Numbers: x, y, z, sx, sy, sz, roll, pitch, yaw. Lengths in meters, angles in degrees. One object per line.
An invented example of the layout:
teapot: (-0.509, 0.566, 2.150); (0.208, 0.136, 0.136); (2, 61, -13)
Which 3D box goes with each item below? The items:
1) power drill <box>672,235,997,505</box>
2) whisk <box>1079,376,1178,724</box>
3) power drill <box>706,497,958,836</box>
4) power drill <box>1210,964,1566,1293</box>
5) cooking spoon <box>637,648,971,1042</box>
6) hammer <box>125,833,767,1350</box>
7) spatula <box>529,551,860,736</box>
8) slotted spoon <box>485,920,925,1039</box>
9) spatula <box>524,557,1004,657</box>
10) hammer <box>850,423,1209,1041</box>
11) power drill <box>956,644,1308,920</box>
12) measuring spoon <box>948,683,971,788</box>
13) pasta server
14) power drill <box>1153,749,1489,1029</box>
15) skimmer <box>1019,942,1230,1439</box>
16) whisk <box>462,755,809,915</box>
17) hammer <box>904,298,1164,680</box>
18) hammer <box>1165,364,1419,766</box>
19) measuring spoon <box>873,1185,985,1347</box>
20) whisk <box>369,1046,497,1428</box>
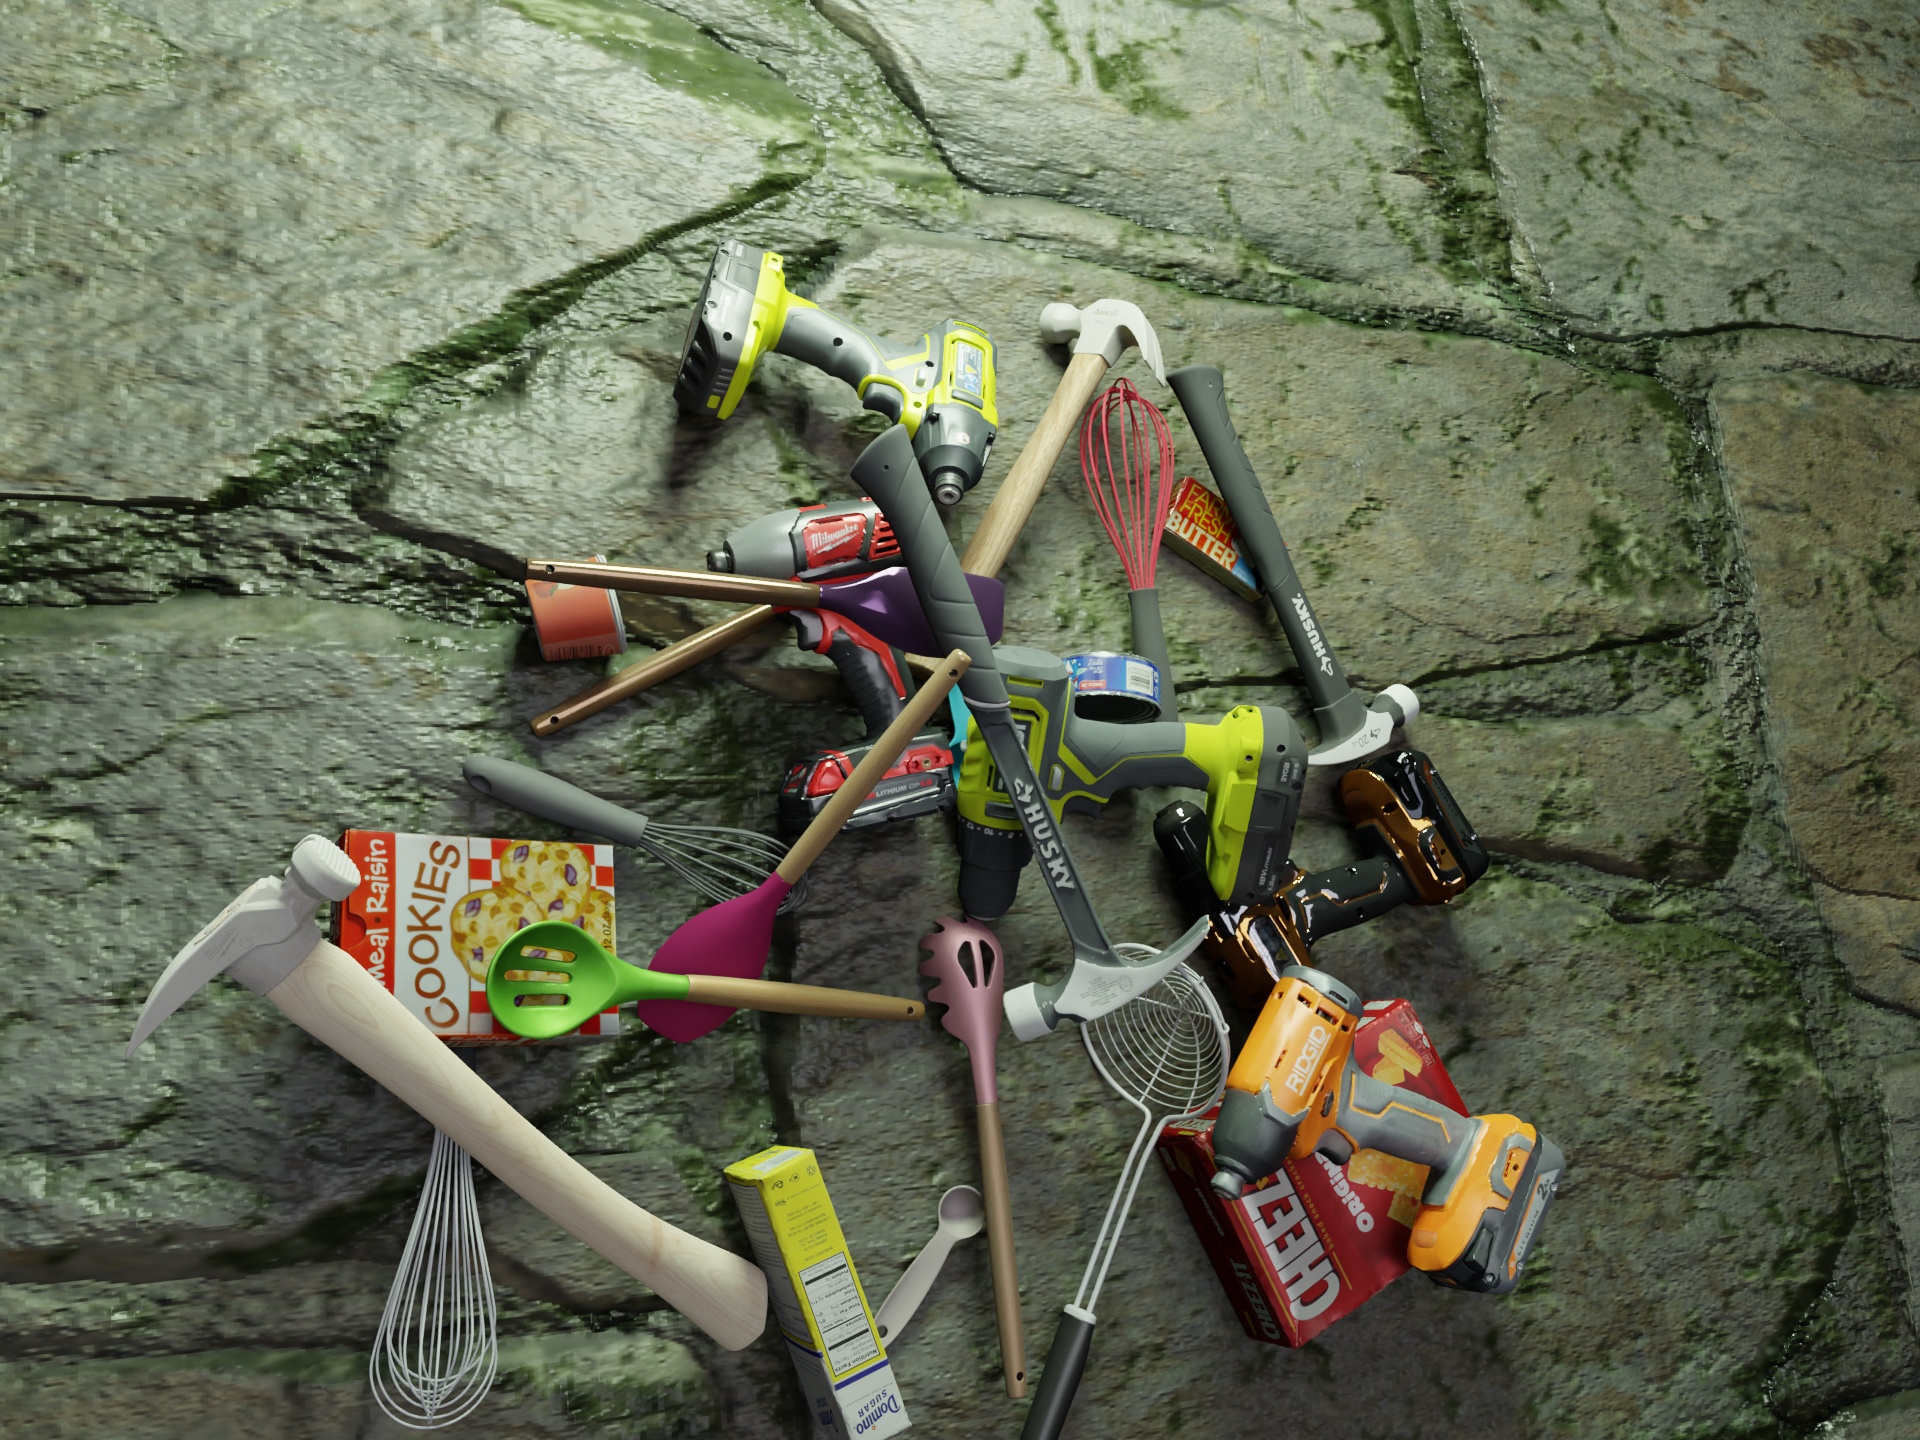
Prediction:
power drill: (-0.081, -0.243, 1.126); (0.223, 0.080, 0.171); (17, 47, -16)
whisk: (0.137, -0.118, 1.213); (0.073, 0.073, 0.296); (-4, 84, -22)
power drill: (-0.086, -0.037, 1.075); (0.143, 0.078, 0.219); (-12, 92, -22)
power drill: (0.279, 0.294, 1.079); (0.226, 0.084, 0.164); (35, 70, -4)
cooking spoon: (-0.097, 0.081, 1.018); (0.068, 0.017, 0.319); (37, 96, -21)
hammer: (-0.267, 0.248, 0.912); (0.146, 0.038, 0.410); (-43, 113, -3)
spatula: (-0.151, -0.067, 1.098); (0.317, 0.044, 0.082); (-30, 99, -23)
slotted spoon: (-0.153, 0.174, 1.008); (0.313, 0.031, 0.070); (13, 82, -35)
spatula: (-0.117, -0.080, 1.019); (0.315, 0.018, 0.060); (5, 86, -22)
hammer: (0.029, 0.003, 1.033); (0.149, 0.036, 0.409); (-22, 97, 10)
power drill: (0.109, 0.058, 1.100); (0.228, 0.080, 0.190); (8, 106, -2)
measuring spoon: (-0.002, -0.004, 1.158); (0.042, 0.021, 0.129); (3, 67, -22)
pasta server: (0.018, 0.286, 1.071); (0.060, 0.040, 0.316); (-1, 75, -22)
power drill: (0.265, 0.105, 1.199); (0.226, 0.084, 0.185); (-31, 88, -20)
skimmer: (0.085, 0.333, 1.066); (0.090, 0.127, 0.363); (35, 71, -44)
whisk: (-0.210, 0.072, 1.042); (0.239, 0.055, 0.055); (22, 71, -11)
hammer: (0.049, -0.174, 1.178); (0.031, 0.130, 0.331); (41, 71, -43)
hammer: (0.239, -0.119, 1.235); (0.146, 0.035, 0.334); (-29, 97, -29)
measuring spoon: (-0.026, 0.365, 1.061); (0.034, 0.018, 0.124); (38, 74, -6)
whisk: (-0.307, 0.269, 0.953); (0.070, 0.070, 0.285); (5, 70, -20)
